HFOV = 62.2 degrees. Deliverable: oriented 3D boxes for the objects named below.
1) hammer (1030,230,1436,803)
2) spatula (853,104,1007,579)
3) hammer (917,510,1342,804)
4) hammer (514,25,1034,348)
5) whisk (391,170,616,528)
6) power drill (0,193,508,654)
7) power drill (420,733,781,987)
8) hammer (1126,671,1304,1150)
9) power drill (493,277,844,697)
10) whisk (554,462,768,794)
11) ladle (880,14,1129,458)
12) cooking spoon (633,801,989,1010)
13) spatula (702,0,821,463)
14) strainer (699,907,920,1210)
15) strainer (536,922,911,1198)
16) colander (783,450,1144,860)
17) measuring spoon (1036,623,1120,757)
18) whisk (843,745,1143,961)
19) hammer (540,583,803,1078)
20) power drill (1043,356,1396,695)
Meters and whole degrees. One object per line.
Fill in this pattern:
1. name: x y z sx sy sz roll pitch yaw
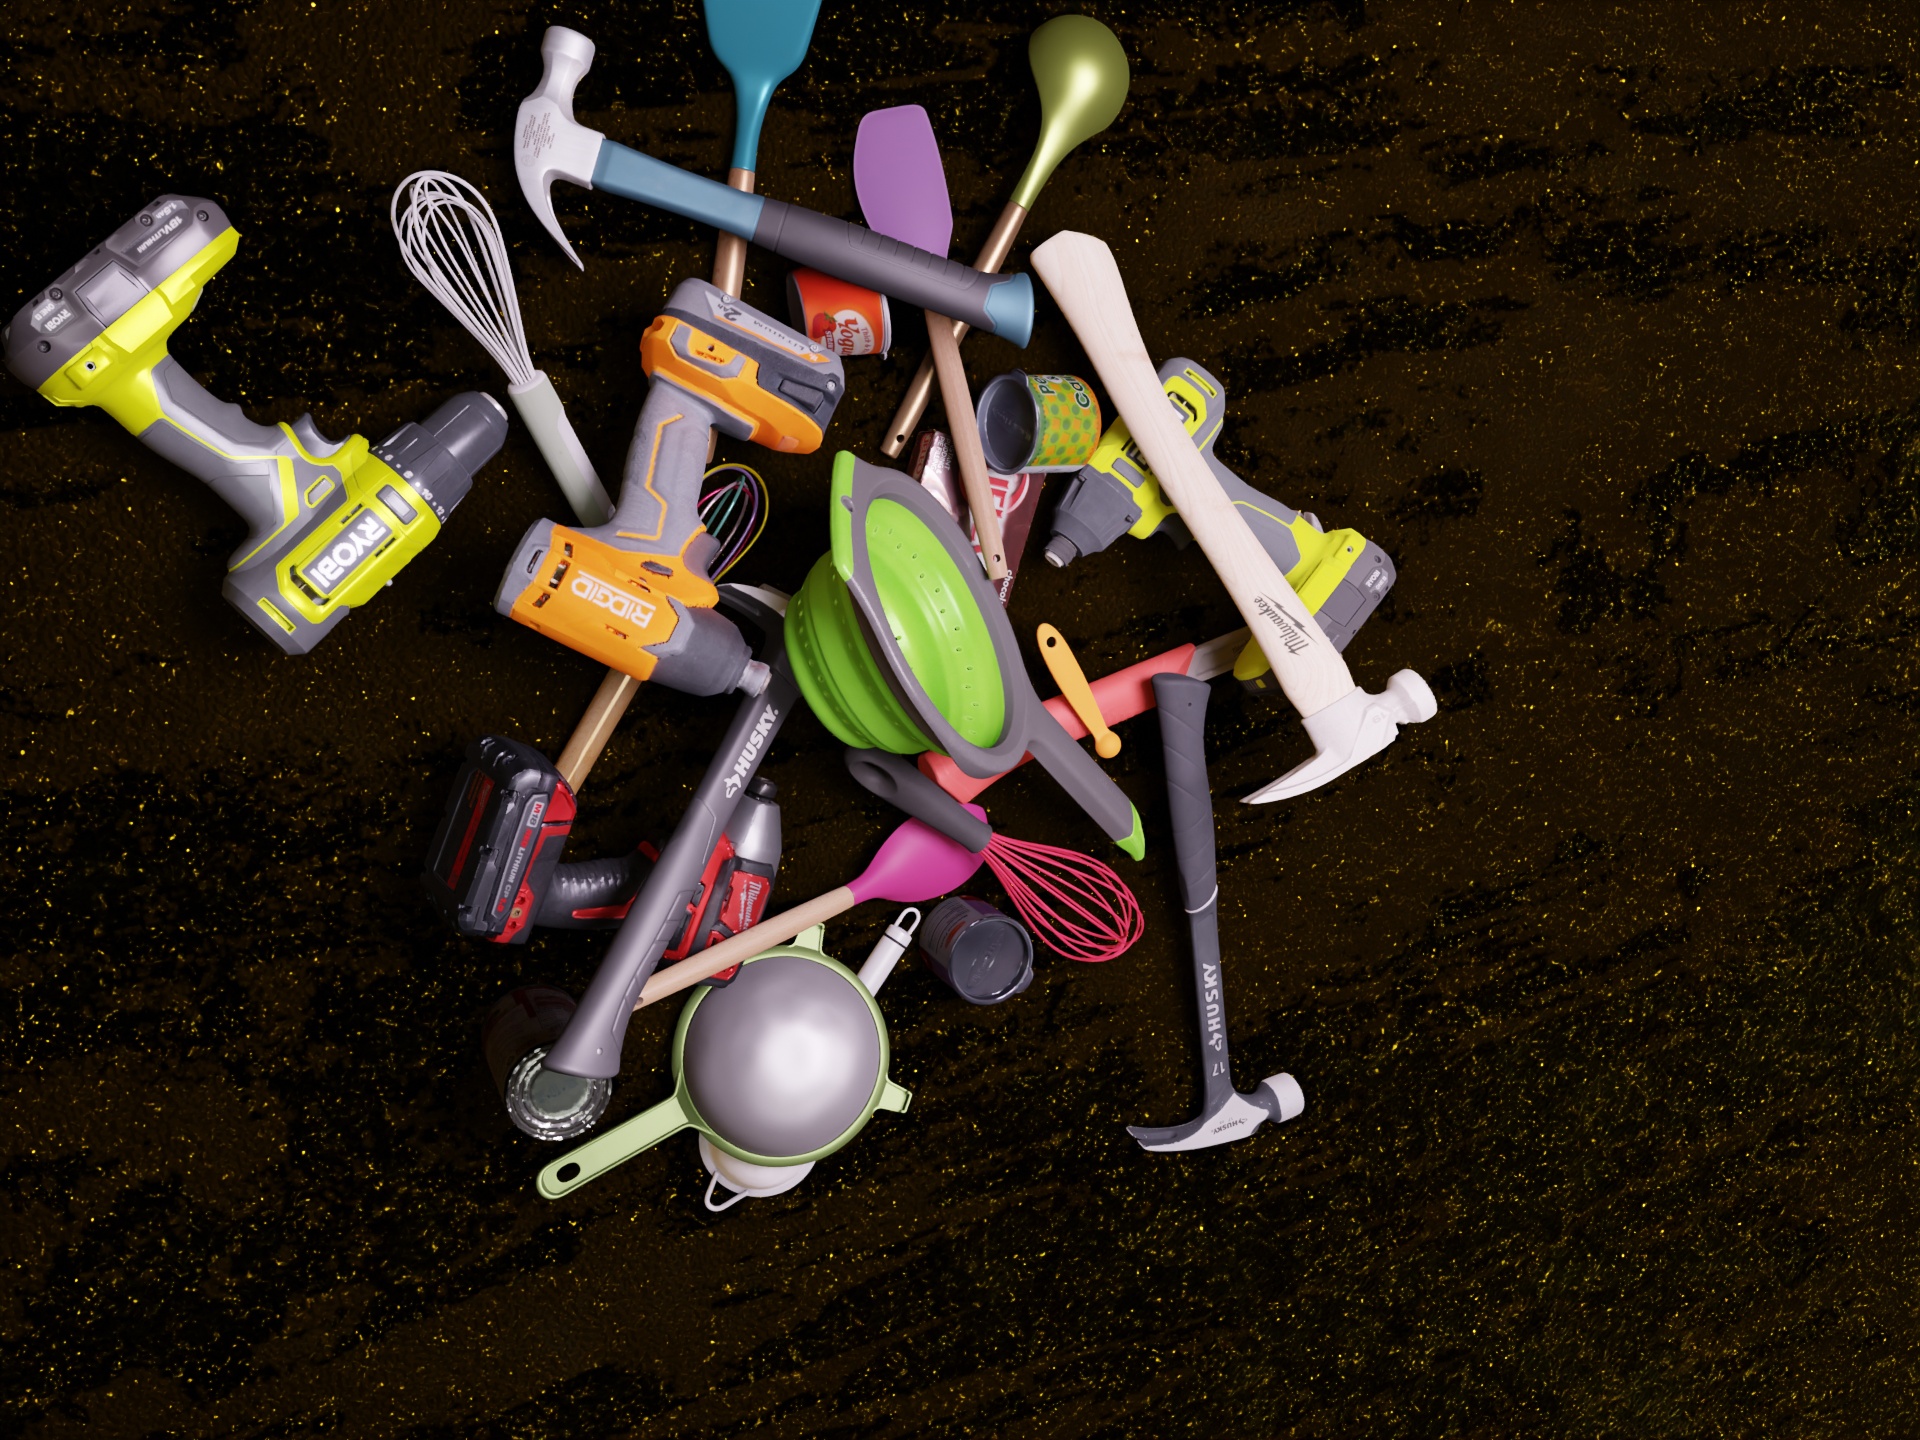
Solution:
1. hammer: 0.157 -0.143 1.081 0.146 0.038 0.410 -31 90 -4
2. spatula: -0.013 -0.247 1.051 0.060 0.018 0.316 -15 93 -8
3. hammer: 0.132 -0.033 1.180 0.359 0.037 0.149 -22 108 -19
4. hammer: -0.109 -0.302 0.969 0.331 0.033 0.128 18 93 -7
5. whisk: -0.260 -0.208 0.941 0.059 0.058 0.246 -13 128 13
6. power drill: -0.388 -0.177 0.899 0.190 0.080 0.228 -49 118 -17
7. power drill: -0.214 0.086 1.014 0.219 0.079 0.143 19 94 -40
8. hammer: 0.181 0.154 1.220 0.149 0.036 0.408 -16 112 -18
9. power drill: -0.155 -0.129 0.954 0.164 0.084 0.226 27 77 -11
10. whisk: -0.196 -0.057 1.028 0.047 0.051 0.245 30 91 -31
11. ladle: 0.021 -0.324 1.076 0.078 0.062 0.320 25 97 -31
12. cooking spoon: -0.096 0.129 1.074 0.319 0.017 0.068 -22 114 -37
13. spatula: -0.143 -0.320 0.997 0.082 0.044 0.317 8 99 -6
14. strainer: -0.104 0.242 1.132 0.087 0.050 0.258 35 82 -11
15. strainer: -0.164 0.251 1.062 0.256 0.069 0.151 -27 87 -15
16. colander: -0.002 -0.003 1.053 0.094 0.205 0.396 -24 135 22
17. measuring spoon: 0.085 -0.020 1.134 0.021 0.011 0.116 -37 113 -14
18. whisk: 0.028 0.093 1.129 0.295 0.073 0.073 36 85 -31
19. hammer: -0.165 0.067 0.978 0.146 0.035 0.335 47 55 -36
20. power drill: 0.181 -0.125 1.136 0.223 0.080 0.171 40 82 -5
